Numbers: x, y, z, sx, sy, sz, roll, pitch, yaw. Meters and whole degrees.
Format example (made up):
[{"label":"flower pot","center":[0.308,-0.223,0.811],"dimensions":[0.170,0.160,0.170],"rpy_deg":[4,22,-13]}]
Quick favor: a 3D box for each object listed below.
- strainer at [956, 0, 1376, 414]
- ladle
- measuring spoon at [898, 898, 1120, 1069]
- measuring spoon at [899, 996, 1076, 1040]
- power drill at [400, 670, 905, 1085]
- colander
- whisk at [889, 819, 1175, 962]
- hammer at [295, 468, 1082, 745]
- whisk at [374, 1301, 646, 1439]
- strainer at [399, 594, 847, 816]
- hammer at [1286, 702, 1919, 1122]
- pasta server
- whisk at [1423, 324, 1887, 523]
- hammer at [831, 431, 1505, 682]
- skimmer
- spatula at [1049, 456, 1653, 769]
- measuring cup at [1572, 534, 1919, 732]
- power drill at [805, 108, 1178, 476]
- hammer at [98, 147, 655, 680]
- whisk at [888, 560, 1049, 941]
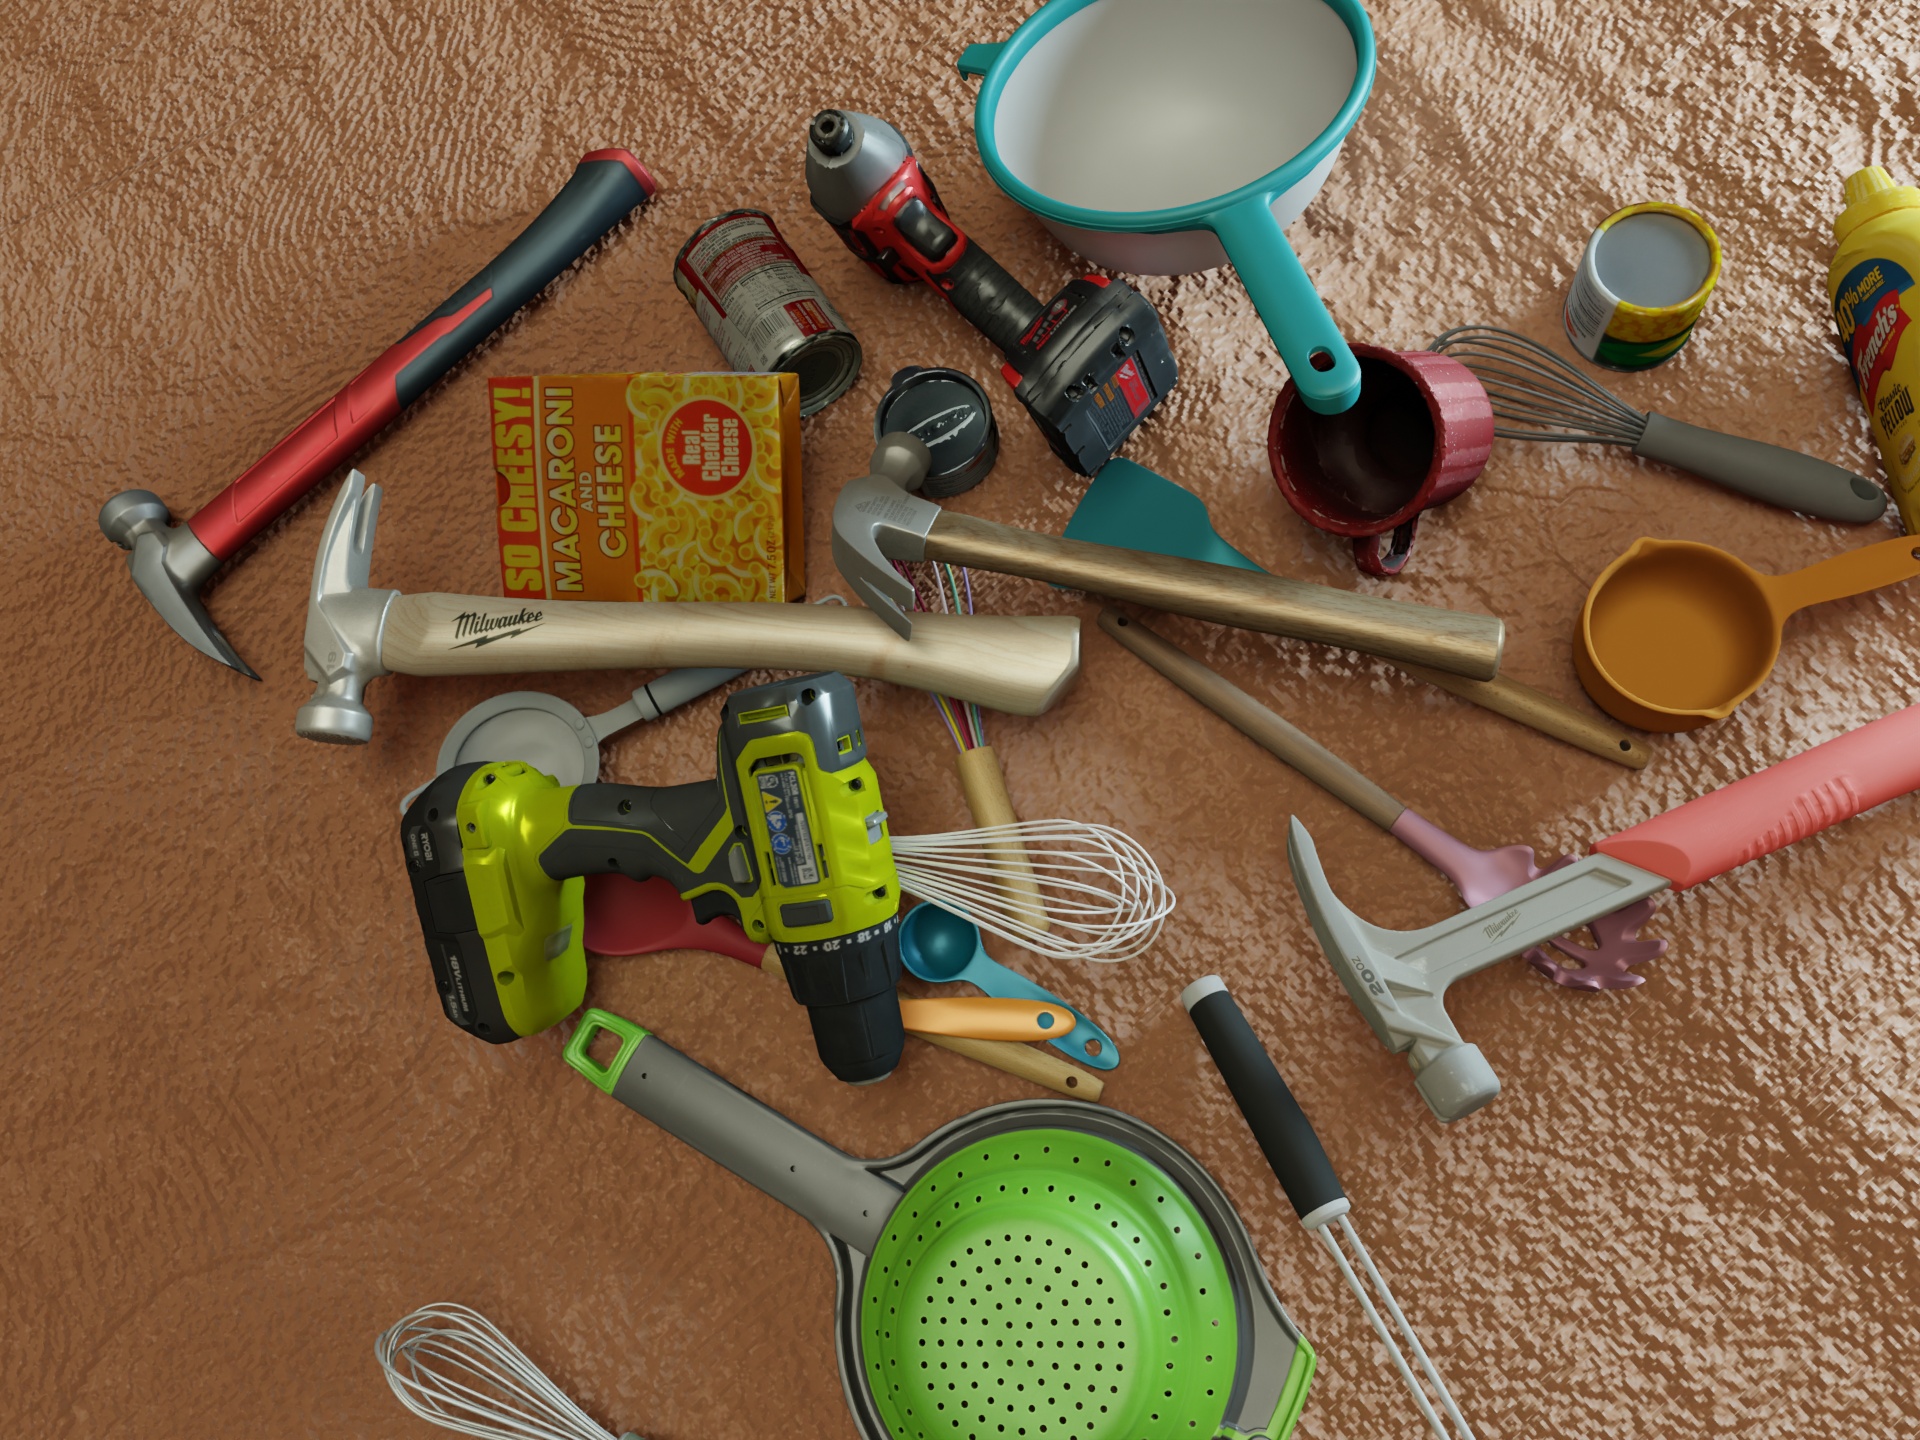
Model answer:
[{"label":"strainer","center":[0.136,-0.263,0.833],"dimensions":[0.211,0.095,0.341],"rpy_deg":[-21,58,4]},{"label":"ladle","center":[-0.075,0.128,0.810],"dimensions":[0.315,0.031,0.069],"rpy_deg":[20,89,13]},{"label":"measuring spoon","center":[0.024,0.137,0.799],"dimensions":[0.128,0.021,0.042],"rpy_deg":[34,76,8]},{"label":"measuring spoon","center":[-0.002,0.145,0.778],"dimensions":[0.117,0.011,0.021],"rpy_deg":[2,73,6]},{"label":"power drill","center":[-0.137,0.088,0.762],"dimensions":[0.228,0.080,0.190],"rpy_deg":[-9,96,18]},{"label":"colander","center":[-0.036,0.237,0.732],"dimensions":[0.397,0.094,0.204],"rpy_deg":[26,82,17]},{"label":"whisk","center":[-0.030,0.070,0.789],"dimensions":[0.285,0.070,0.070],"rpy_deg":[7,75,27]},{"label":"hammer","center":[-0.142,-0.053,0.822],"dimensions":[0.410,0.038,0.146],"rpy_deg":[2,79,9]},{"label":"whisk","center":[-0.170,0.345,0.752],"dimensions":[0.246,0.059,0.058],"rpy_deg":[22,90,11]},{"label":"strainer","center":[-0.176,-0.004,0.862],"dimensions":[0.258,0.050,0.087],"rpy_deg":[-28,71,-5]},{"label":"hammer","center":[0.336,0.046,0.728],"dimensions":[0.359,0.036,0.149],"rpy_deg":[-22,60,-7]},{"label":"pasta server","center":[0.195,0.030,0.786],"dimensions":[0.316,0.040,0.060],"rpy_deg":[37,70,19]},{"label":"whisk","center":[0.349,-0.148,0.810],"dimensions":[0.239,0.055,0.055],"rpy_deg":[21,78,11]},{"label":"hammer","center":[0.095,-0.067,0.777],"dimensions":[0.331,0.031,0.130],"rpy_deg":[13,44,10]},{"label":"skimmer","center":[0.185,0.287,0.710],"dimensions":[0.127,0.090,0.364],"rpy_deg":[-16,58,-20]},{"label":"spatula","center":[0.198,-0.047,0.817],"dimensions":[0.317,0.044,0.082],"rpy_deg":[26,80,12]},{"label":"measuring cup","center":[0.383,-0.050,0.769],"dimensions":[0.173,0.052,0.095],"rpy_deg":[-17,71,3]},{"label":"power drill","center":[0.006,-0.237,0.845],"dimensions":[0.220,0.143,0.078],"rpy_deg":[44,95,17]},{"label":"hammer","center":[-0.326,-0.195,0.947],"dimensions":[0.386,0.038,0.143],"rpy_deg":[-42,72,-4]},{"label":"whisk","center":[-0.003,-0.002,0.829],"dimensions":[0.051,0.047,0.245],"rpy_deg":[-23,74,17]}]
